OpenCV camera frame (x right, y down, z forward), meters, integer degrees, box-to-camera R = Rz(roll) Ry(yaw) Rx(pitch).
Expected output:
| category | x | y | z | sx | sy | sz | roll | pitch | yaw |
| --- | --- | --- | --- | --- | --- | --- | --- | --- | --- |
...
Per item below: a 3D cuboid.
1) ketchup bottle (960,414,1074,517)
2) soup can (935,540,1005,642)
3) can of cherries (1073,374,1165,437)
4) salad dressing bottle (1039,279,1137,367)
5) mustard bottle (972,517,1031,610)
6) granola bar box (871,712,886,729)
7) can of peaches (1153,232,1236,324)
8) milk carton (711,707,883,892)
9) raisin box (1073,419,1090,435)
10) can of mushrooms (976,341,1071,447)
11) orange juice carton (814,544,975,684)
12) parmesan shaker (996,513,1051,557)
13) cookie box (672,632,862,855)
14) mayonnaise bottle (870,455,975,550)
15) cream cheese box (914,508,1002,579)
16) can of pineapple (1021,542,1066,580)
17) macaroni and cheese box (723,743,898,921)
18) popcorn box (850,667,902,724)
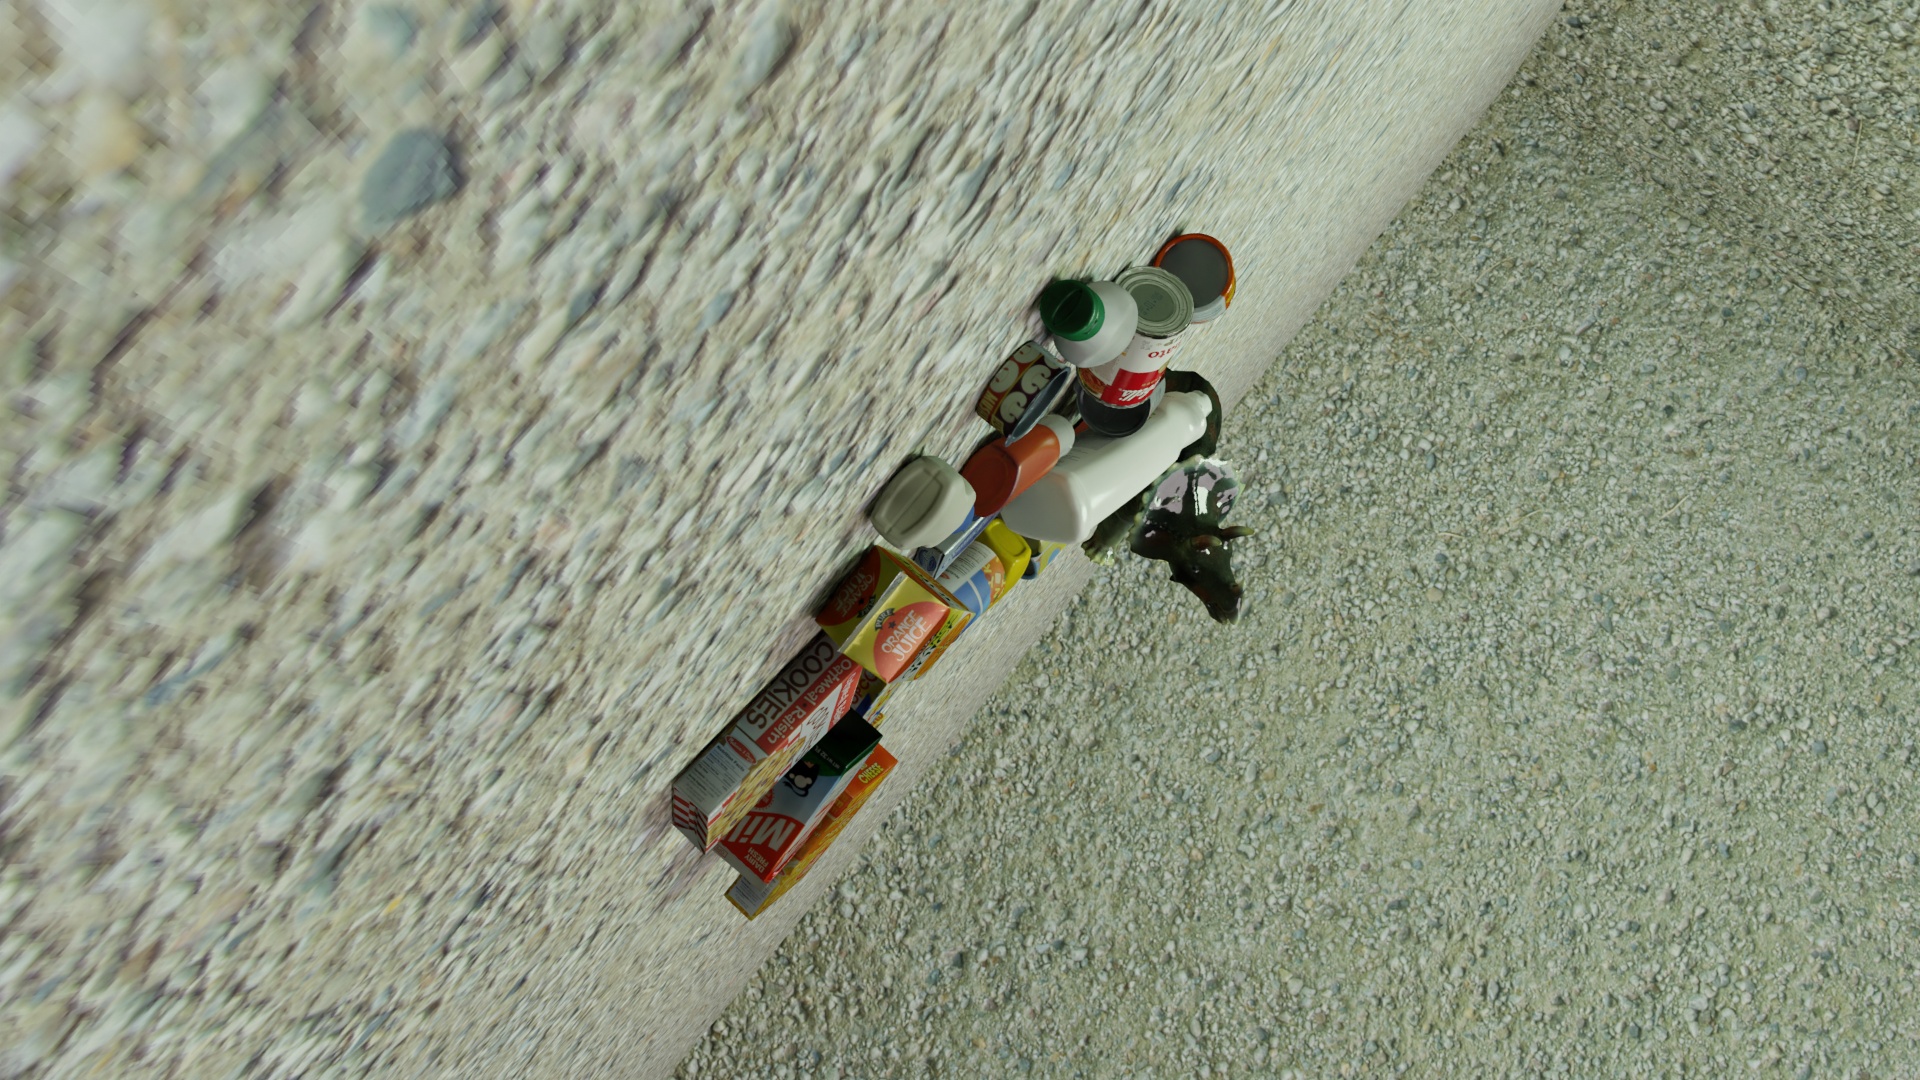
| category | x | y | z | sx | sy | sz | roll | pitch | yaw |
| --- | --- | --- | --- | --- | --- | --- | --- | --- | --- |
| ketchup bottle | 0.050 | -0.067 | 1.117 | 0.064 | 0.043 | 0.149 | -54 | 171 | 30 |
| soup can | -0.007 | 0.048 | 1.224 | 0.084 | 0.071 | 0.071 | -40 | 167 | -51 |
| can of cherries | 0.140 | -0.133 | 1.219 | 0.071 | 0.071 | 0.059 | -56 | 176 | 33 |
| salad dressing bottle | 0.087 | -0.151 | 0.948 | 0.064 | 0.044 | 0.148 | -50 | 171 | 11 |
| mustard bottle | 0.003 | 0.046 | 1.305 | 0.049 | 0.065 | 0.159 | -33 | 167 | -50 |
| granola bar box | -0.151 | 0.232 | 1.375 | 0.123 | 0.039 | 0.166 | -54 | 171 | 24 |
| can of peaches | 0.191 | -0.217 | 1.139 | 0.071 | 0.071 | 0.058 | -51 | 171 | 8 |
| milk carton | -0.155 | 0.225 | 1.214 | 0.189 | 0.072 | 0.074 | -55 | 170 | 24 |
| raisin box | 0.120 | -0.080 | 1.435 | 0.086 | 0.040 | 0.122 | -46 | 171 | -27 |
| can of mushrooms | 0.042 | -0.101 | 0.961 | 0.071 | 0.033 | 0.071 | -49 | 172 | -9 |
| orange juice carton | -0.049 | 0.056 | 1.032 | 0.072 | 0.073 | 0.192 | -50 | 171 | 1 |
| parmesan shaker | 0.079 | -0.042 | 1.313 | 0.103 | 0.071 | 0.071 | -45 | 170 | -28 |
| cookie box | -0.147 | 0.153 | 1.058 | 0.168 | 0.040 | 0.122 | -45 | 170 | -26 |
| mayonnaise bottle | -0.019 | -0.024 | 0.958 | 0.064 | 0.041 | 0.148 | -49 | 173 | 5 |
| cream cheese box | 0.004 | -0.015 | 1.167 | 0.104 | 0.024 | 0.053 | -45 | 170 | -29 |
| can of pineapple | 0.070 | -0.001 | 1.425 | 0.058 | 0.071 | 0.070 | -45 | 170 | -27 |
| macaroni and cheese box | -0.141 | 0.273 | 1.328 | 0.166 | 0.040 | 0.124 | -52 | 171 | 16 |
| popcorn box | -0.085 | 0.136 | 1.305 | 0.126 | 0.038 | 0.085 | -54 | 170 | 21 |
